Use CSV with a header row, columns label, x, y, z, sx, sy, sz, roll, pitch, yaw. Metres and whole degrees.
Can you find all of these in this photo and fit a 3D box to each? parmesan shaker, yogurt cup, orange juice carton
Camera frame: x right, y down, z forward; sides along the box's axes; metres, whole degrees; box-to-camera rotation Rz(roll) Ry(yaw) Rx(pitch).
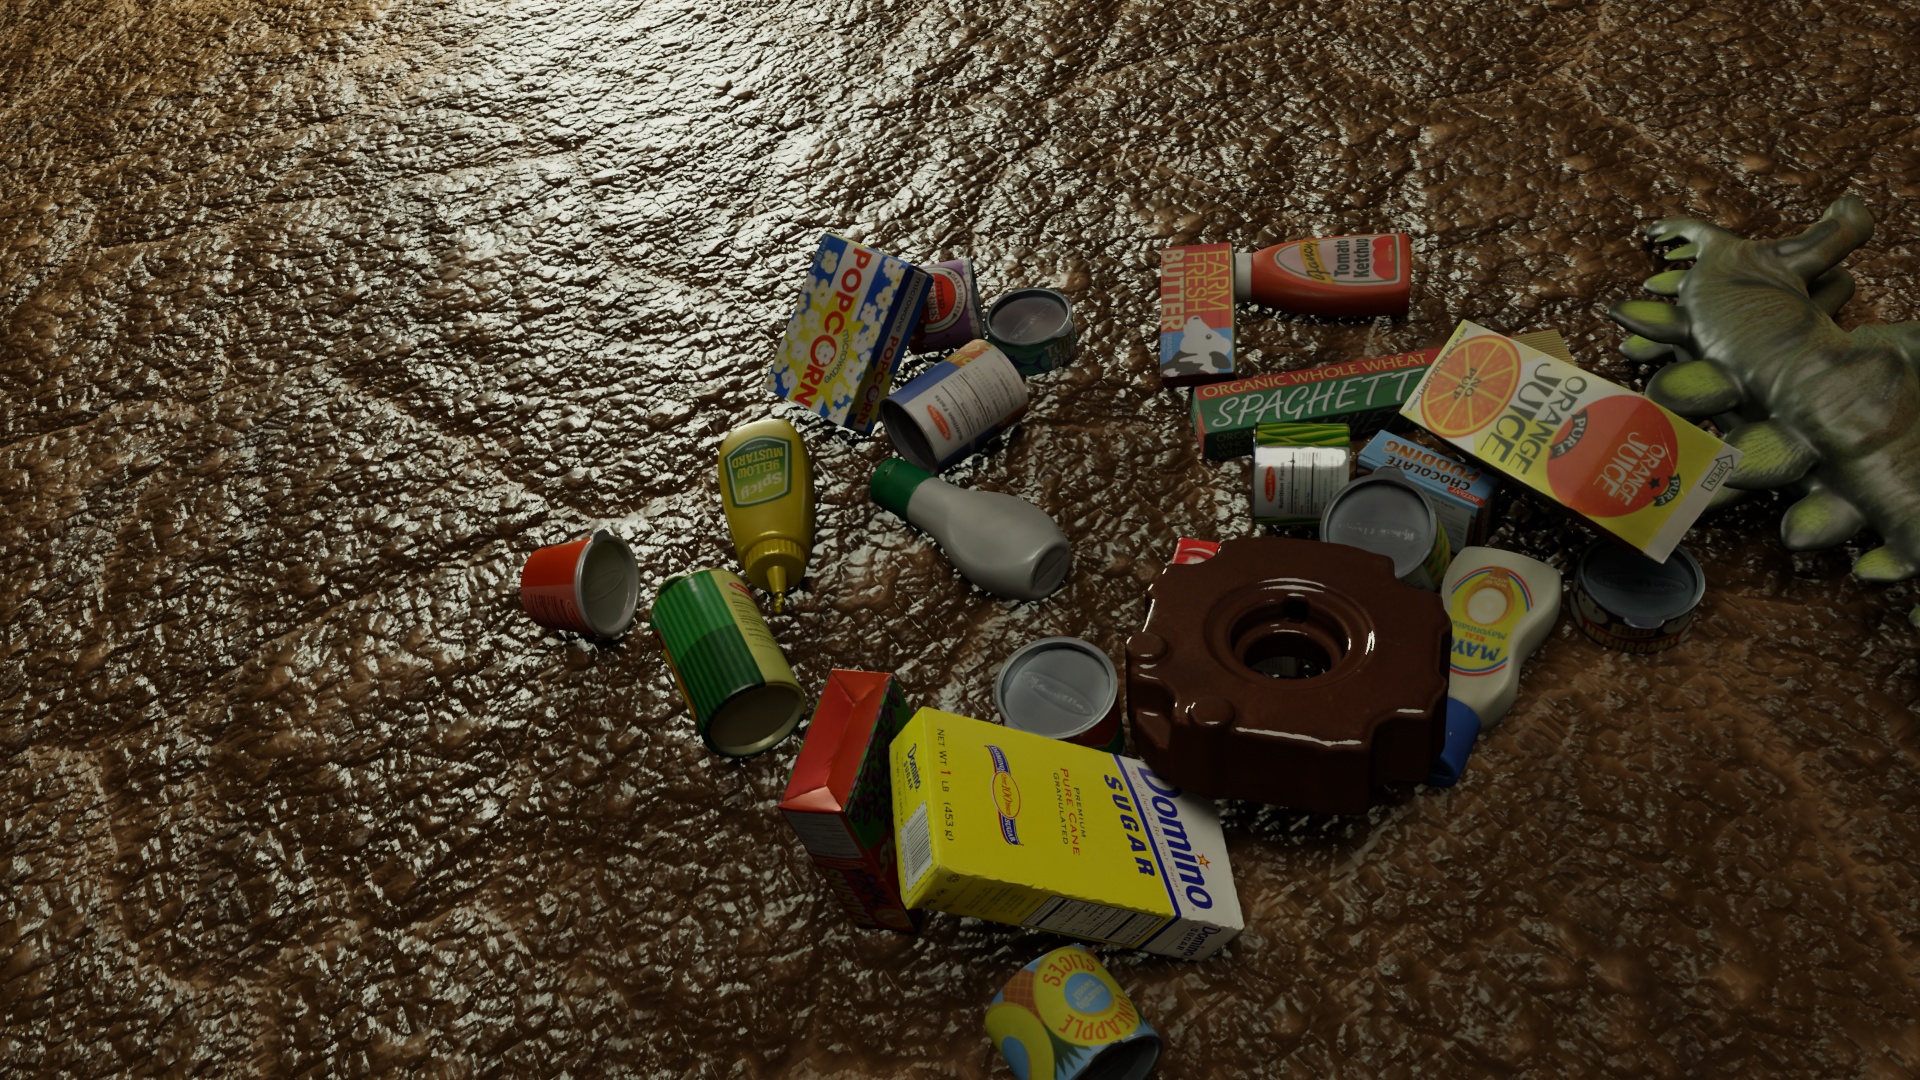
label,x,y,z,sx,sy,sz,roll,pitch,yaw
parmesan shaker,-0.145,0.074,0.850,0.071,0.071,0.103,-26,49,-11
yogurt cup,-0.253,0.031,0.919,0.054,0.072,0.073,-3,48,21
orange juice carton,0.353,-0.056,0.801,0.071,0.073,0.193,-58,31,11

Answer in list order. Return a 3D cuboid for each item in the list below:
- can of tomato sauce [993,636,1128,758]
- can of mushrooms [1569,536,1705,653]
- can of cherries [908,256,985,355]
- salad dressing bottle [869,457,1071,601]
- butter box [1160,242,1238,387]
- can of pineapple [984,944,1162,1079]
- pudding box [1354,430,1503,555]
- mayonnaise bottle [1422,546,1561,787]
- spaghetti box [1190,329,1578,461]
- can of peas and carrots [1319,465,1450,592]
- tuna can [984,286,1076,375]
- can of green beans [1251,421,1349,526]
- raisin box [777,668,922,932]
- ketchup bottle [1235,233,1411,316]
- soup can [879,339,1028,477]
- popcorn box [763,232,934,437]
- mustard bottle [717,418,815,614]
label,x,y,z,sx,sy,sz,roll,pitch,yaw
can of tomato sauce,0.057,0.106,0.768,0.071,0.082,0.071,-7,48,7
can of mushrooms,0.385,0.031,0.794,0.071,0.033,0.071,-6,48,7
can of cherries,-0.015,-0.177,1.045,0.058,0.071,0.072,-9,48,5
salad dressing bottle,0.003,-0.011,0.912,0.148,0.043,0.064,30,63,34
butter box,0.170,-0.161,0.993,0.053,0.024,0.104,-3,72,16
can of pineapple,0.054,0.235,0.662,0.071,0.070,0.058,-31,49,-15
pudding box,0.287,-0.029,0.858,0.084,0.049,0.030,29,59,32
mayonnaise bottle,0.285,0.070,0.776,0.065,0.041,0.149,16,54,30
spaghetti box,0.282,-0.097,0.935,0.250,0.028,0.050,-9,47,5
can of peas and carrots,0.252,-0.001,0.820,0.071,0.058,0.071,-9,68,24
tuna can,0.055,-0.155,1.035,0.071,0.032,0.071,-6,48,7
can of green beans,0.214,-0.042,0.875,0.058,0.071,0.071,2,50,14
raisin box,-0.047,0.139,0.733,0.040,0.122,0.086,0,48,21
ketchup bottle,0.252,-0.193,1.018,0.149,0.043,0.065,1,55,15
soup can,-0.005,-0.092,0.972,0.084,0.071,0.071,-36,51,-19
popcorn box,-0.082,-0.151,1.012,0.085,0.038,0.126,27,99,31
mustard bottle,-0.127,-0.015,0.940,0.065,0.048,0.161,-16,47,1
